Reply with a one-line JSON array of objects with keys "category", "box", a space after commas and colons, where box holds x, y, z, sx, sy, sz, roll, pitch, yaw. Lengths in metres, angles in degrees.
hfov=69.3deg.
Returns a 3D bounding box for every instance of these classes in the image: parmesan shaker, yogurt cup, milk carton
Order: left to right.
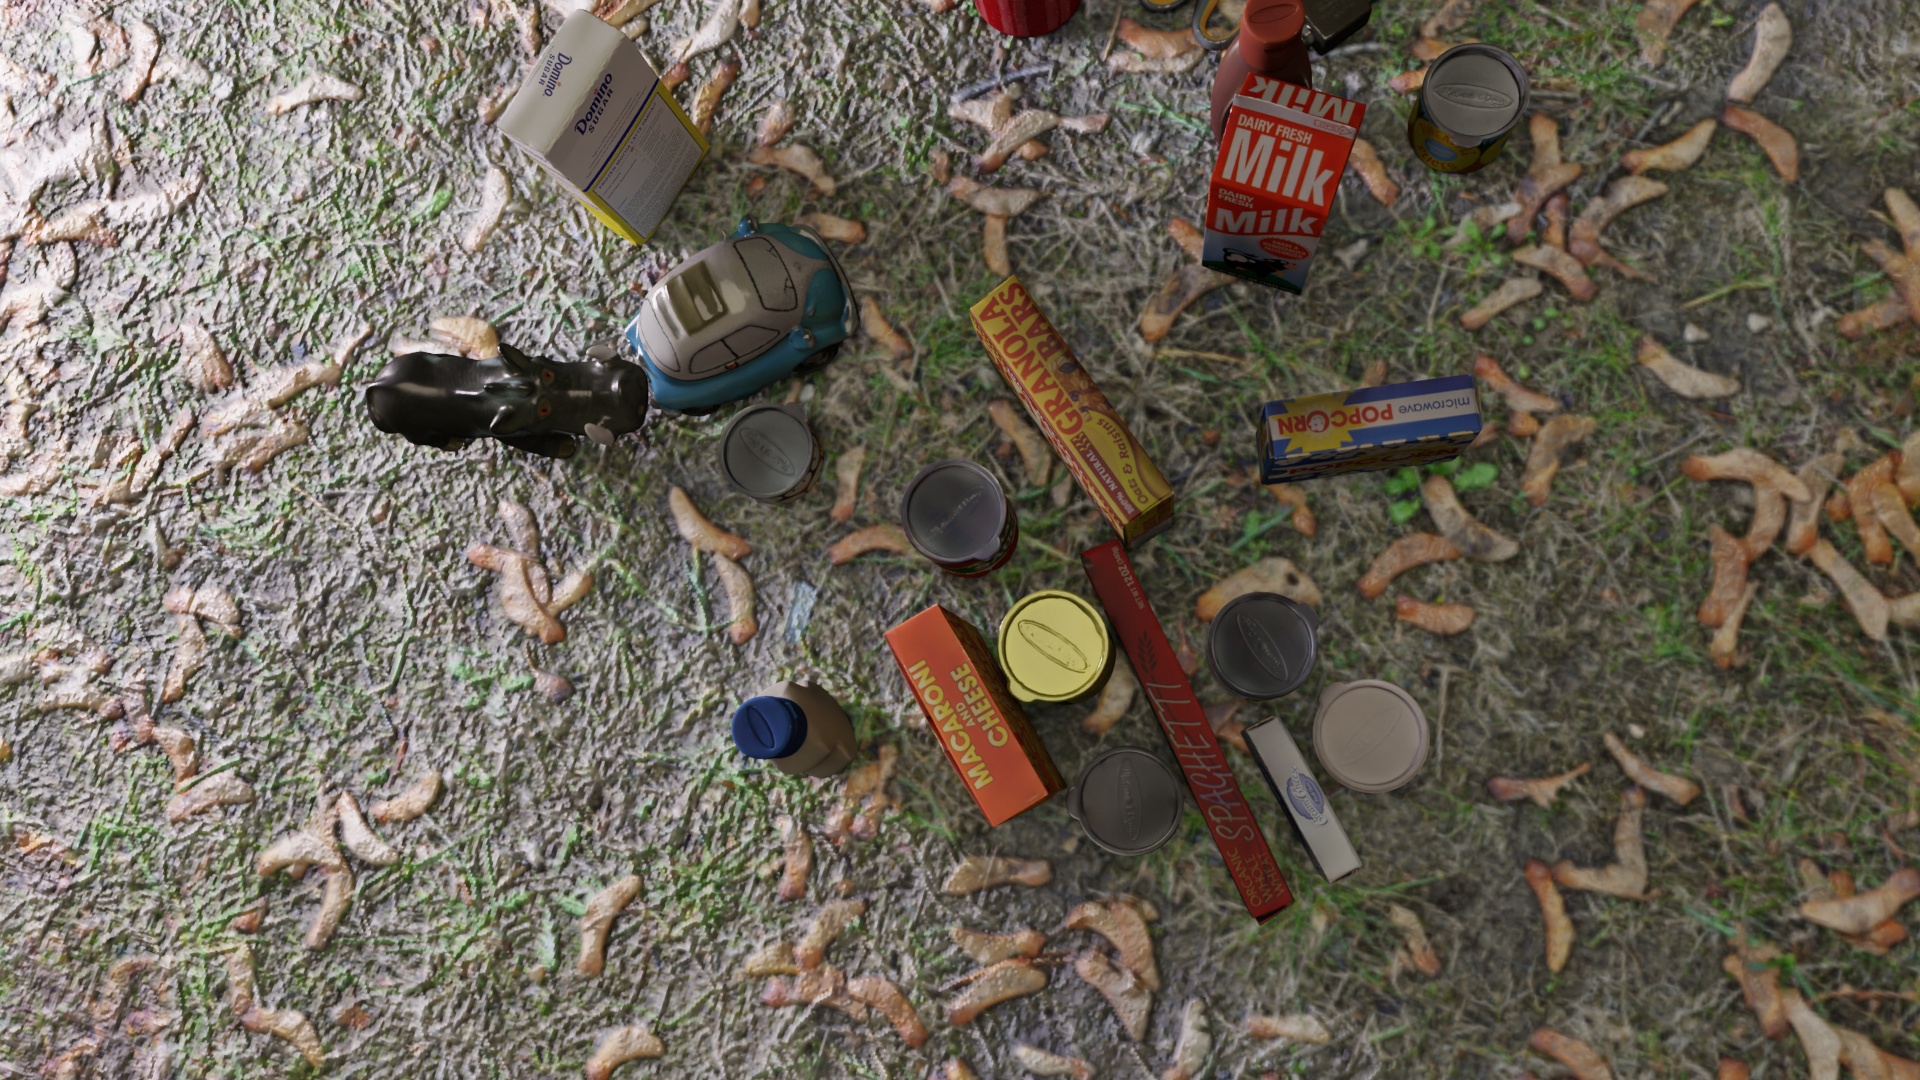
[{"category": "parmesan shaker", "box": [0.060, 0.071, 0.866, 0.071, 0.103, 0.071, -1, 81, 8]}, {"category": "milk carton", "box": [0.195, -0.221, 0.848, 0.072, 0.190, 0.073, 19, 85, 10]}, {"category": "yogurt cup", "box": [0.250, 0.120, 0.857, 0.072, 0.054, 0.072, -1, 81, 8]}]

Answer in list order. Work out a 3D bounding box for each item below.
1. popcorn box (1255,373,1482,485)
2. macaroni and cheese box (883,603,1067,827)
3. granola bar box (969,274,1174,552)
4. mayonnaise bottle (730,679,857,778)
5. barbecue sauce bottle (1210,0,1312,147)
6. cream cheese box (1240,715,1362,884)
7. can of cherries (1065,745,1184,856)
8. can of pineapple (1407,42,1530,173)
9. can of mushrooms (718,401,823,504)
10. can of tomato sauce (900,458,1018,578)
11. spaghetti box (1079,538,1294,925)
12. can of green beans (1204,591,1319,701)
[{"category": "popcorn box", "box": [0.252, -0.068, 0.870, 0.127, 0.085, 0.038, -7, 81, 7]}, {"category": "macaroni and cheese box", "box": [0.013, 0.107, 0.835, 0.040, 0.166, 0.124, -31, 79, 3]}, {"category": "granola bar box", "box": [0.072, -0.075, 0.877, 0.039, 0.124, 0.166, -35, 78, 2]}, {"category": "mayonnaise bottle", "box": [-0.103, 0.116, 0.859, 0.041, 0.148, 0.065, -33, 79, 2]}, {"category": "barbecue sauce bottle", "box": [0.193, -0.298, 0.882, 0.065, 0.148, 0.044, -12, 80, 6]}, {"category": "cream cheese box", "box": [0.209, 0.158, 0.857, 0.024, 0.053, 0.104, -28, 78, 3]}, {"category": "can of cherries", "box": [0.103, 0.161, 0.869, 0.071, 0.058, 0.071, -1, 81, 8]}, {"category": "can of pineapple", "box": [0.329, -0.279, 0.906, 0.071, 0.058, 0.071, -1, 81, 8]}, {"category": "can of mushrooms", "box": [-0.127, -0.060, 0.949, 0.071, 0.033, 0.071, -1, 81, 8]}, {"category": "can of tomato sauce", "box": [0.003, -0.011, 0.897, 0.071, 0.083, 0.071, -1, 81, 8]}, {"category": "spaghetti box", "box": [0.141, 0.117, 0.875, 0.028, 0.050, 0.250, -26, 79, 4]}, {"category": "can of green beans", "box": [0.188, 0.068, 0.872, 0.071, 0.058, 0.071, -1, 81, 8]}]
